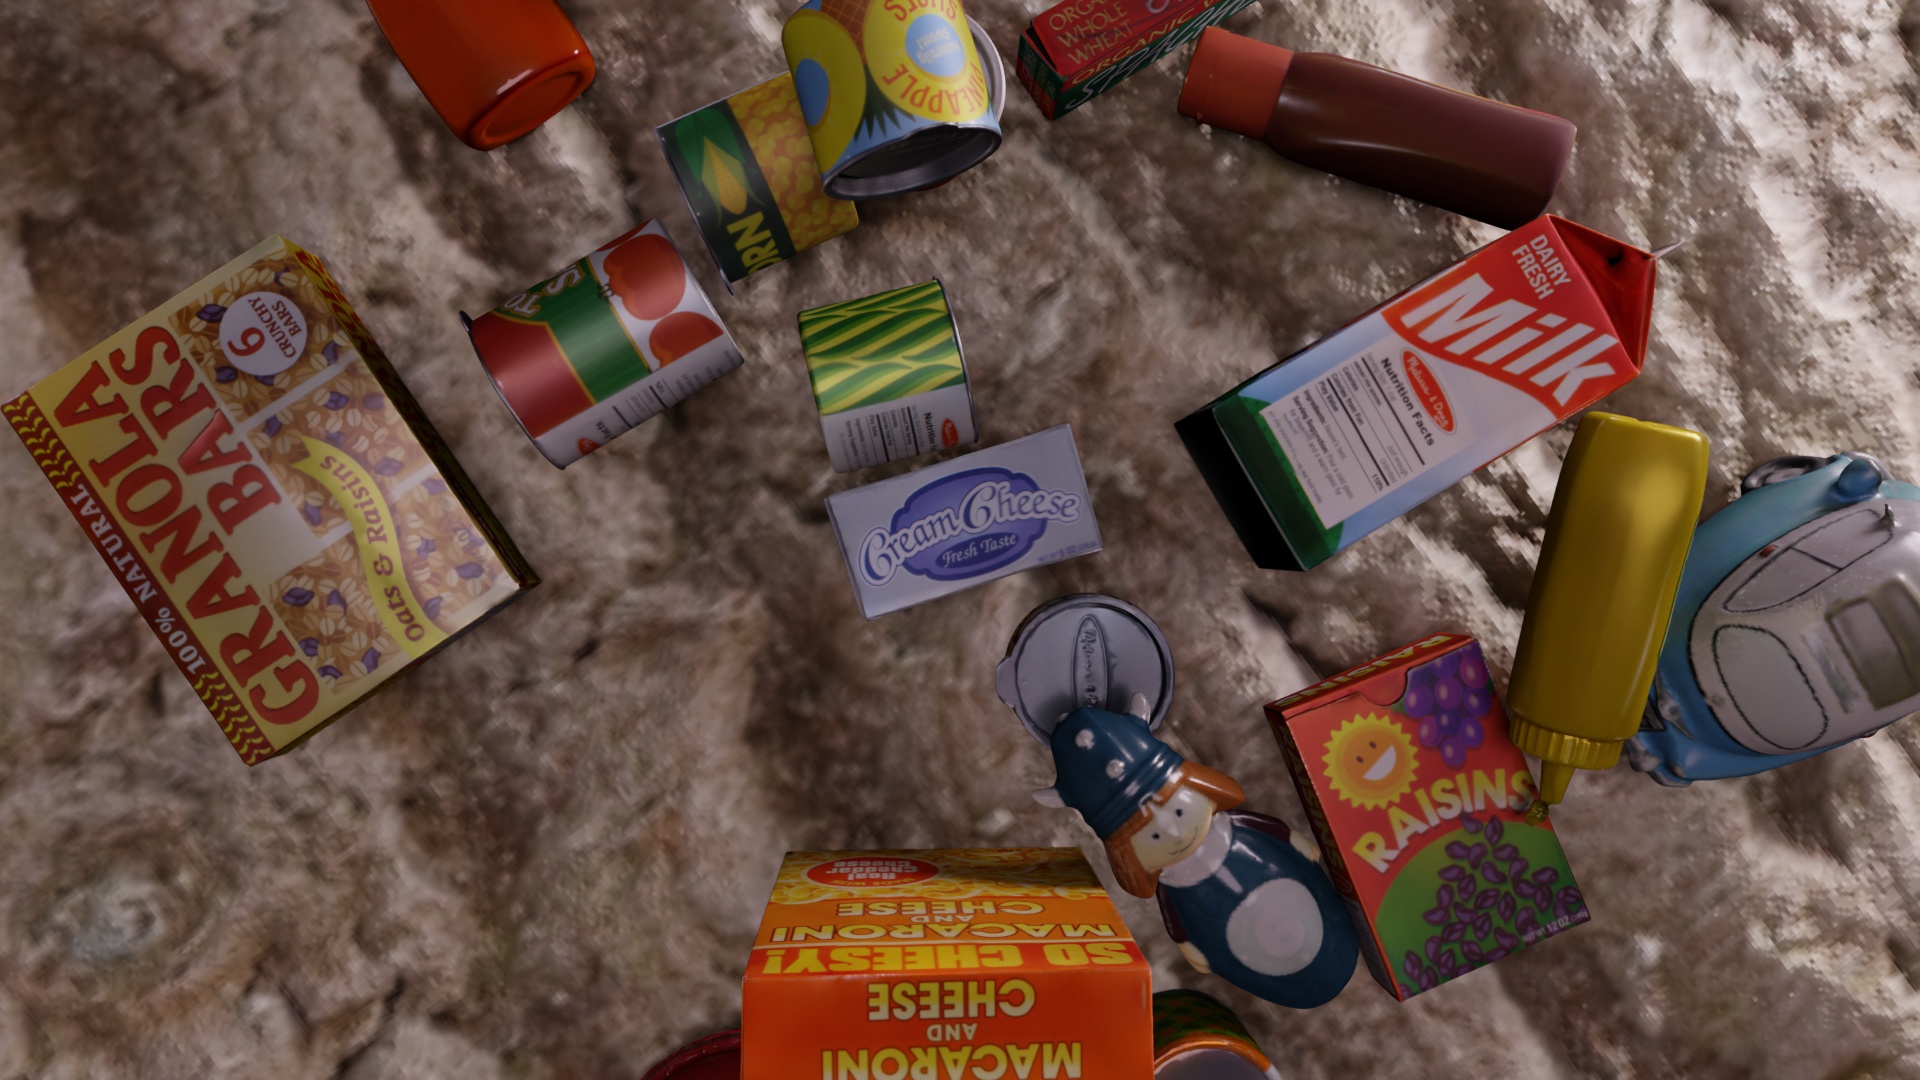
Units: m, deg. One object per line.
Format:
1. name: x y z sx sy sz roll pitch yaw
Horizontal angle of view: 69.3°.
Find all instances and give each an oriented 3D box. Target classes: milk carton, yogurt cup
1. milk carton: 0.190 -0.065 0.551 0.191 0.072 0.073 -30 91 -2
2. yogurt cup: -0.018 -0.172 0.552 0.072 0.054 0.072 0 89 -3

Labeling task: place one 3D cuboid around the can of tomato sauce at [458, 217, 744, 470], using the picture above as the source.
1. can of tomato sauce: -0.137 -0.078 0.537 0.083 0.071 0.071 -31 91 -4

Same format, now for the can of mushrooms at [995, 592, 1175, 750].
1. can of mushrooms: 0.048 0.054 0.560 0.071 0.033 0.071 0 89 -3

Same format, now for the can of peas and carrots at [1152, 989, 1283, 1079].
1. can of peas and carrots: 0.089 0.218 0.545 0.071 0.058 0.071 0 88 -3

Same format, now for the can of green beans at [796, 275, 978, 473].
1. can of green beans: -0.029 -0.064 0.543 0.058 0.071 0.071 -13 90 -3

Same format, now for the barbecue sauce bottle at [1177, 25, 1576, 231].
1. barbecue sauce bottle: 0.163 -0.167 0.559 0.148 0.065 0.043 19 94 6

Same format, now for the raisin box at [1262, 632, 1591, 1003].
1. raisin box: 0.187 0.109 0.563 0.086 0.040 0.123 -22 89 -2

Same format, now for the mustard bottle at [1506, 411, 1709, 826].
1. mustard bottle: 0.238 0.033 0.523 0.049 0.065 0.159 13 102 19

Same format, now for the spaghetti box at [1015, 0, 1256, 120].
1. spaghetti box: 0.135 -0.250 0.564 0.250 0.050 0.028 -31 90 -3

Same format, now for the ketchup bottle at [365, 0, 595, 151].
1. ketchup bottle: -0.212 -0.231 0.549 0.065 0.043 0.149 -36 90 -4

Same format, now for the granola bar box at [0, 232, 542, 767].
1. granola bar box: -0.265 -0.015 0.543 0.124 0.039 0.165 -34 91 -4

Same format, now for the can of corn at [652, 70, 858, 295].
1. can of corn: -0.078 -0.139 0.542 0.058 0.071 0.071 -25 90 -3

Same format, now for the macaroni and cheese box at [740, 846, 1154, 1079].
1. macaroni and cheese box: -0.007 0.145 0.488 0.124 0.166 0.040 -1 90 -3

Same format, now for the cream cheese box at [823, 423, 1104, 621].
1. cream cheese box: 0.002 -0.007 0.563 0.104 0.024 0.053 -17 89 -3

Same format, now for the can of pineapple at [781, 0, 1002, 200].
1. can of pineapple: -0.024 -0.159 0.488 0.071 0.071 0.058 -16 90 -3
